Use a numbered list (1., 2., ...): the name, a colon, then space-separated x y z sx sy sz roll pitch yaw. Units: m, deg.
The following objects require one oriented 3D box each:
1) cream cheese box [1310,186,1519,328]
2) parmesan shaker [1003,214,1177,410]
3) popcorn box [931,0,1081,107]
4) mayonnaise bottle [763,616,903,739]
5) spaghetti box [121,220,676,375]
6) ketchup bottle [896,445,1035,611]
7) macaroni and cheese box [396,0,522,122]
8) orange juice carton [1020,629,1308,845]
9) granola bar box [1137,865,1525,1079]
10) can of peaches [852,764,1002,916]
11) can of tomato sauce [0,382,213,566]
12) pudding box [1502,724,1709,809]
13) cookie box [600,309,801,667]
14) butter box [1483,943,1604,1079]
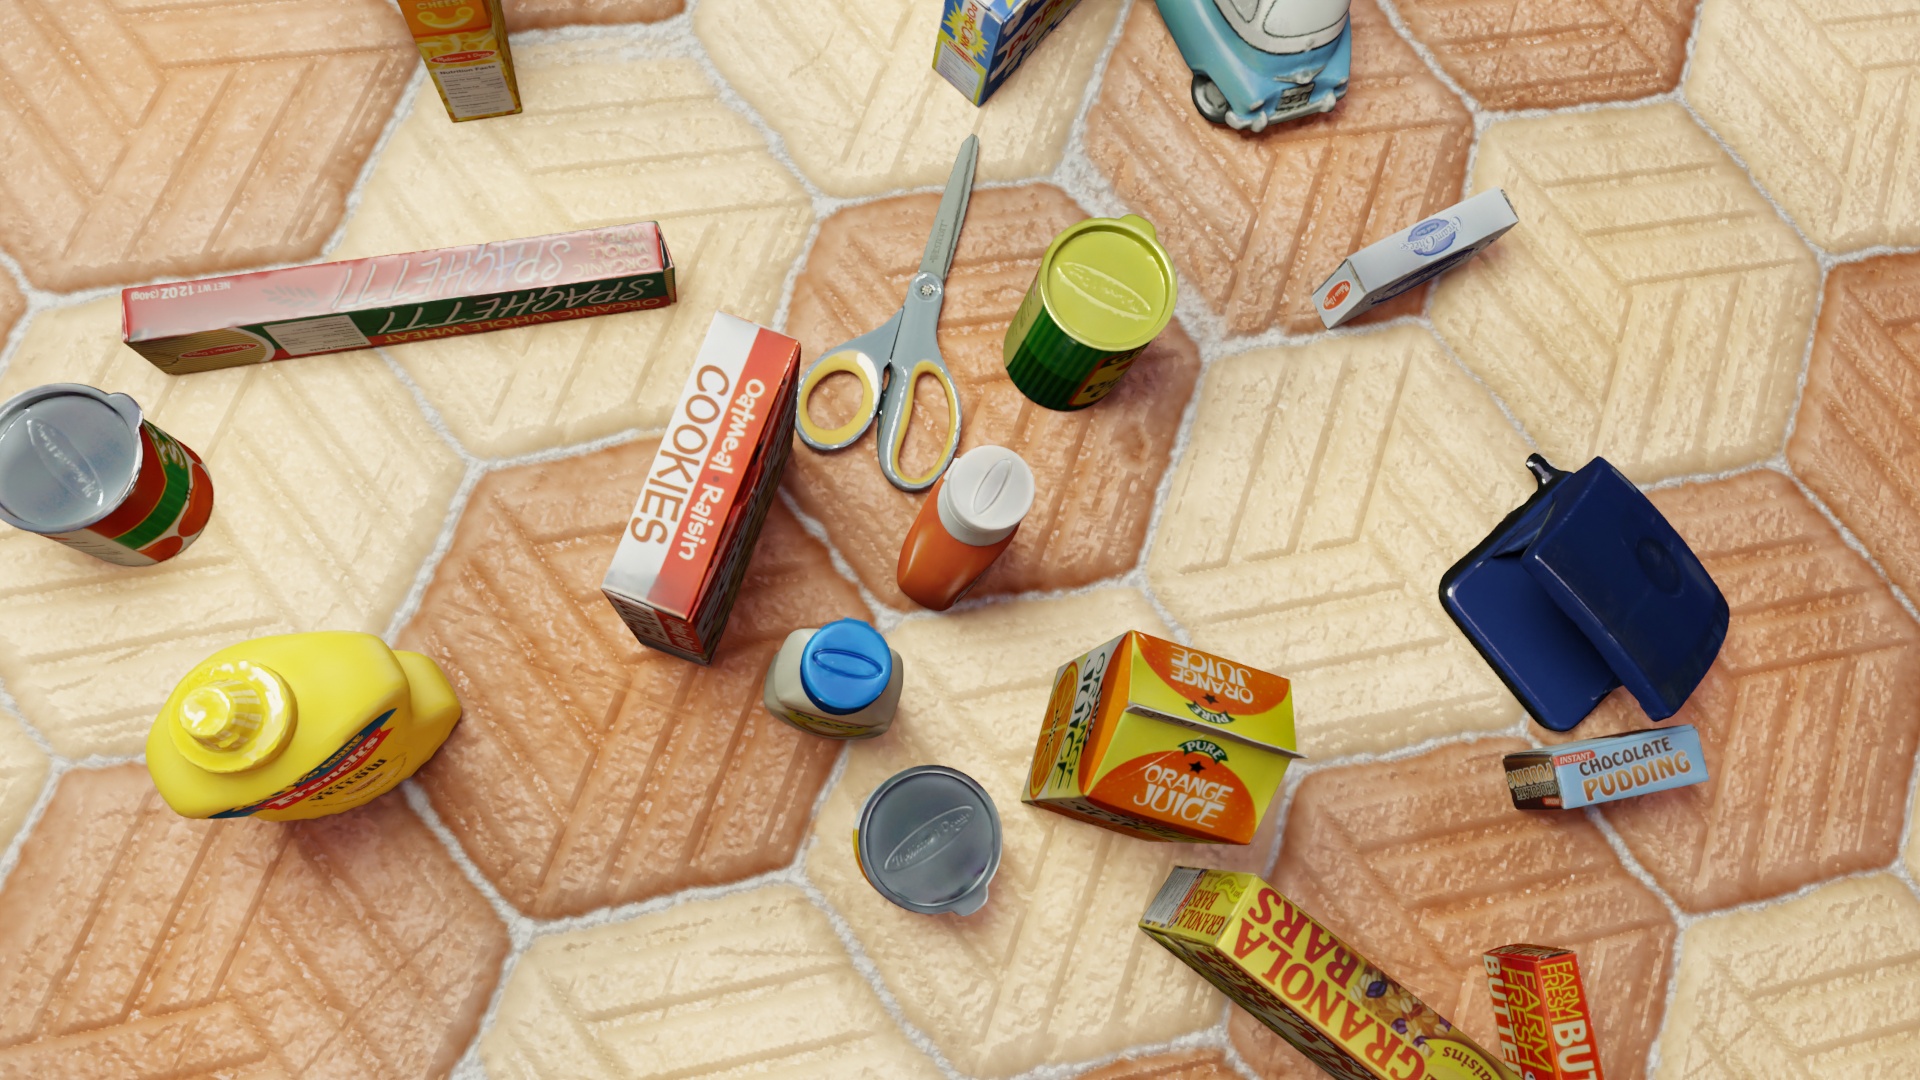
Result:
1. cream cheese box: 0.246 -0.154 0.757 0.104 0.053 0.024 -26 83 -12
2. parmesan shaker: 0.064 -0.112 0.697 0.071 0.103 0.071 2 78 -8
3. popcorn box: 0.041 -0.305 0.744 0.038 0.085 0.127 40 76 1
4. mayonnaise bottle: -0.055 0.063 0.619 0.065 0.147 0.041 13 77 -5
5. spaghetti box: -0.266 -0.119 0.679 0.250 0.050 0.029 -10 80 -10
6. ketchup bottle: 0.002 -0.008 0.642 0.043 0.148 0.065 30 76 -1
7. macaroni and cheese box: -0.251 -0.296 0.659 0.040 0.166 0.124 -12 80 -10
8. orange juice carton: 0.085 0.090 0.611 0.072 0.192 0.073 18 77 -4
9. granola bar box: 0.170 0.215 0.631 0.165 0.124 0.039 37 76 1
10. can of peaches: -0.016 0.142 0.654 0.071 0.058 0.071 2 78 -8
11. can of tomato sauce: -0.385 -0.029 0.626 0.071 0.083 0.071 2 78 -8
12. pudding box: 0.331 0.117 0.713 0.084 0.049 0.030 -9 80 -10
13. cookie box: -0.110 -0.015 0.618 0.040 0.167 0.123 20 76 -4
14. butter box: 0.287 0.252 0.676 0.024 0.053 0.103 -6 79 -9
